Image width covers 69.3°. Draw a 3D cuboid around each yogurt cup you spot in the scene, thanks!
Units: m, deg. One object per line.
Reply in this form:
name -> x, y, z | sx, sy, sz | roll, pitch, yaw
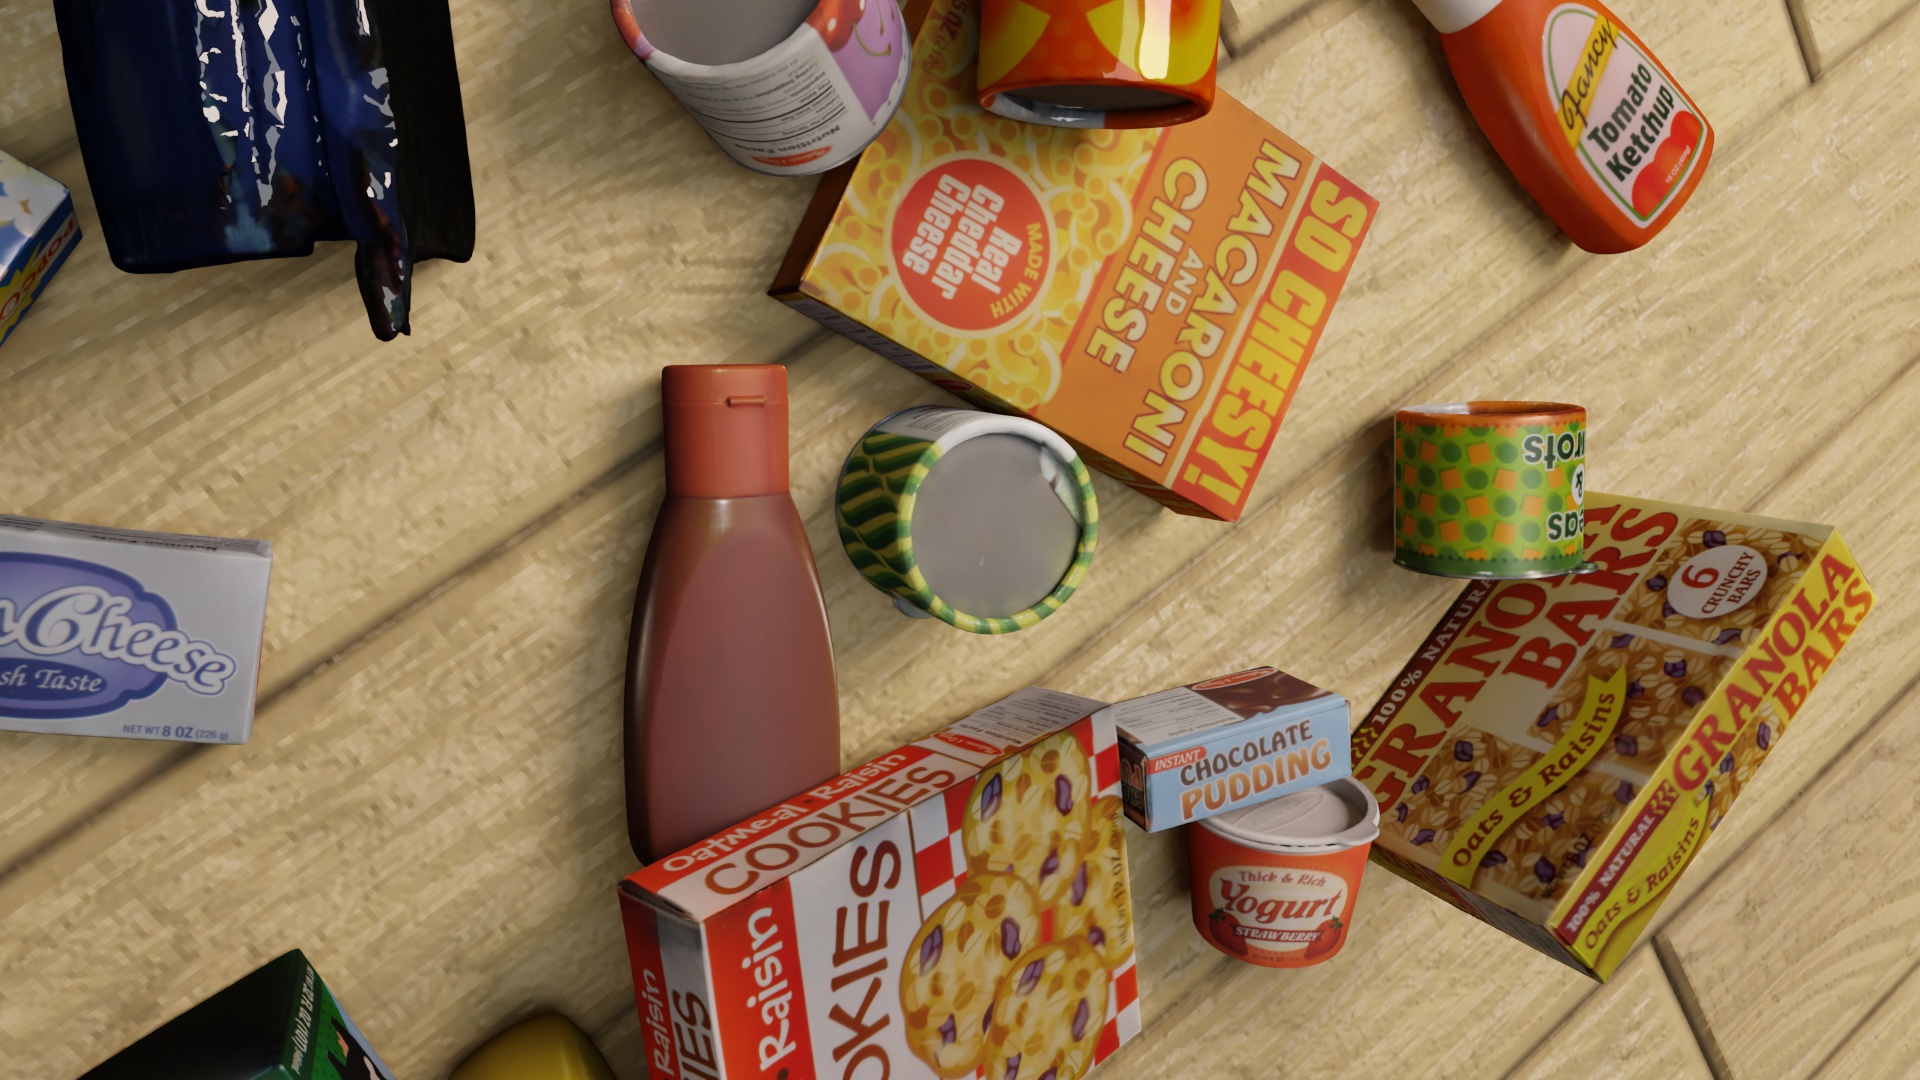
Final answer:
yogurt cup -> 0.112, 0.114, 0.494 | 0.072, 0.072, 0.053 | -6, 108, -22

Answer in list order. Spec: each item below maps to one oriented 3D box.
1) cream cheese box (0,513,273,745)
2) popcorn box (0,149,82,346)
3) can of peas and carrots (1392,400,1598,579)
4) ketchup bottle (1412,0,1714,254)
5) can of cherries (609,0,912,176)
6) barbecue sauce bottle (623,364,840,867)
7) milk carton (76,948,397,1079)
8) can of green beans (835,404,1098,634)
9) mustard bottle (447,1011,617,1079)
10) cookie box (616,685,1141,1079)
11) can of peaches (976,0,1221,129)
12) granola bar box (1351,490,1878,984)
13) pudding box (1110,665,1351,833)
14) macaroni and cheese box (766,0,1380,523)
cream cheese box -> -0.235, 0.021, 0.355 | 0.104, 0.024, 0.053 | 8, 93, -24
popcorn box -> -0.281, -0.075, 0.303 | 0.126, 0.038, 0.085 | 32, 67, -23
can of peas and carrots -> 0.194, -0.020, 0.505 | 0.071, 0.071, 0.058 | -6, 100, -22
ketchup bottle -> 0.211, -0.173, 0.506 | 0.148, 0.043, 0.065 | 37, 83, -22
can of cherries -> -0.053, -0.143, 0.375 | 0.071, 0.058, 0.071 | -2, 80, 13
barbecue sauce bottle -> -0.069, 0.022, 0.415 | 0.065, 0.043, 0.148 | -4, 99, -28
milk carton -> -0.166, 0.219, 0.386 | 0.073, 0.072, 0.190 | -32, 109, -15
can of green beans -> 0.001, -0.008, 0.432 | 0.071, 0.058, 0.071 | -4, 99, -22
mustard bottle -> -0.103, 0.183, 0.360 | 0.049, 0.160, 0.065 | -28, 107, -15
cookie box -> -0.015, 0.129, 0.422 | 0.168, 0.040, 0.122 | -19, 109, -43
can of peaches -> 0.039, -0.147, 0.378 | 0.071, 0.071, 0.058 | 1, 97, -23
granola bar box -> 0.219, 0.060, 0.498 | 0.039, 0.124, 0.166 | 45, 80, -22
pudding box -> 0.089, 0.071, 0.485 | 0.084, 0.050, 0.030 | -11, 104, -21
macaroni and cheese box -> 0.041, -0.095, 0.446 | 0.166, 0.040, 0.124 | 26, 86, -23
